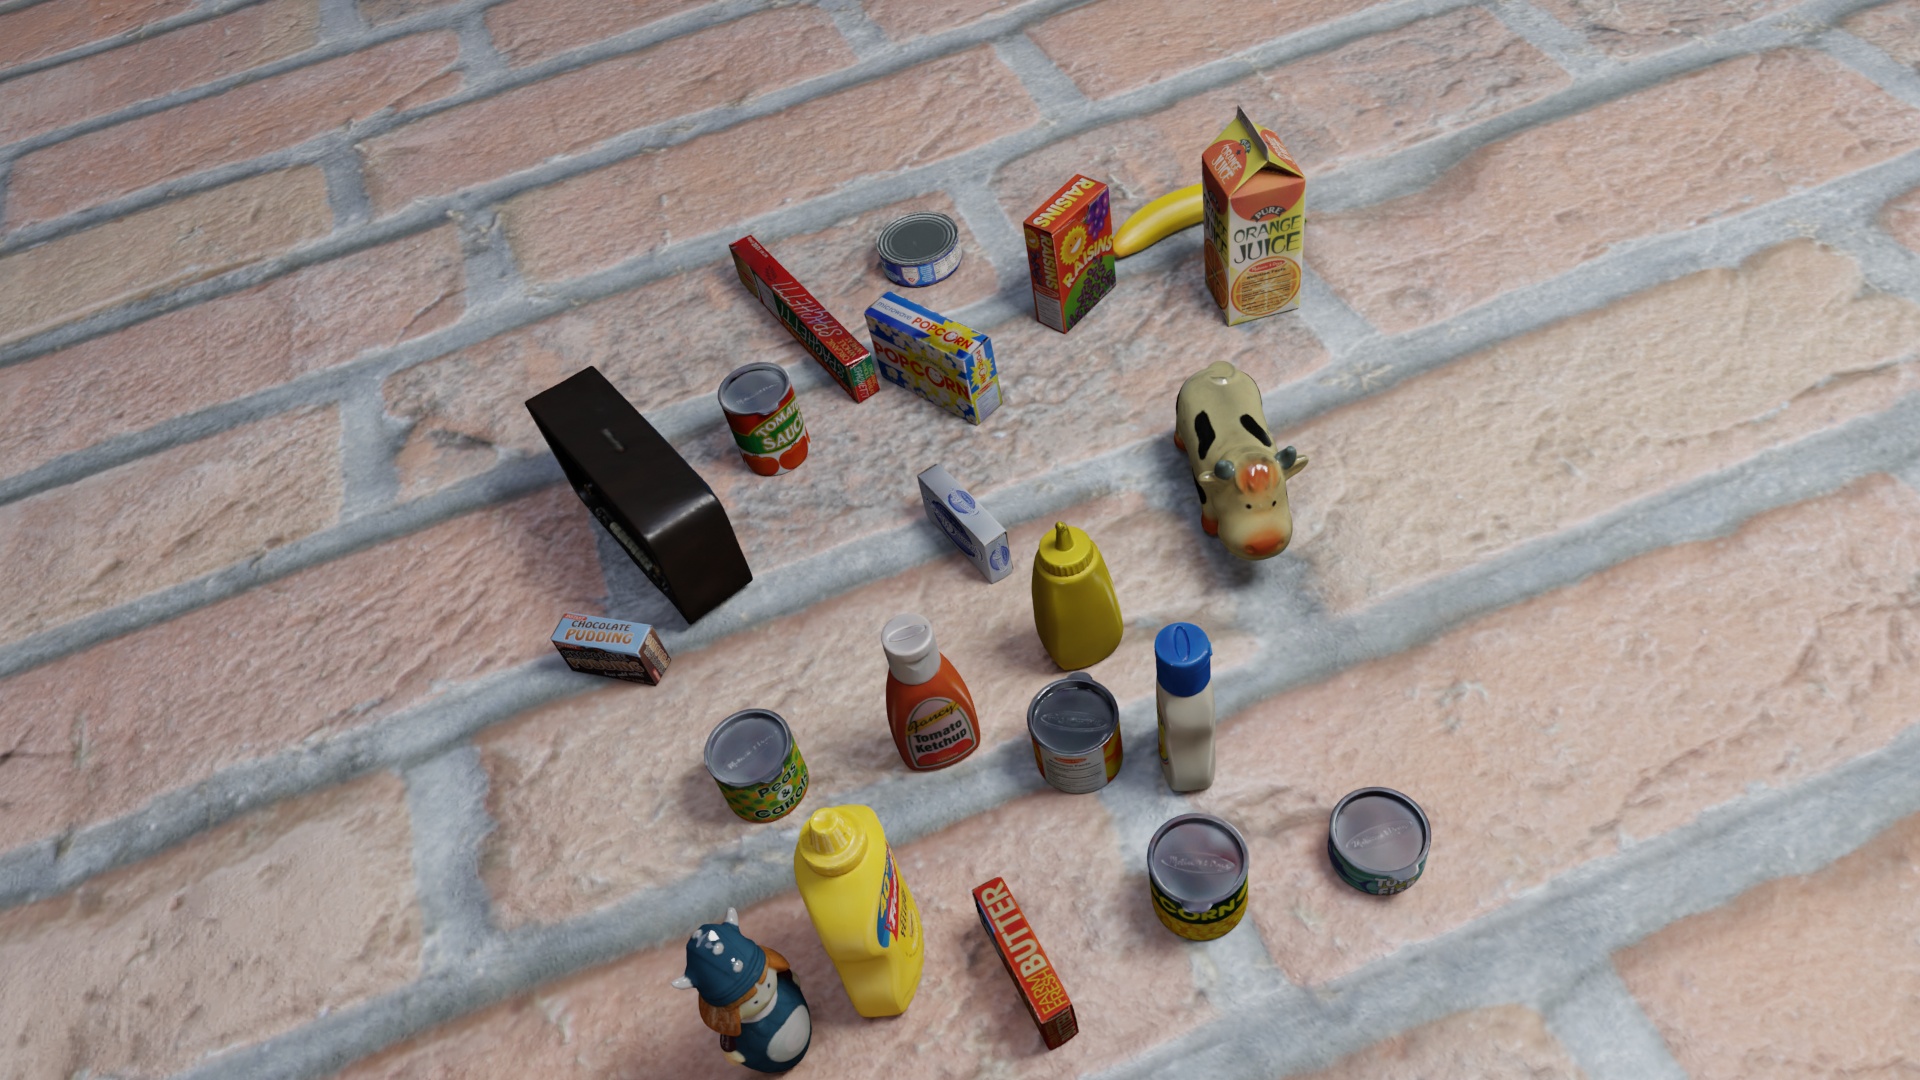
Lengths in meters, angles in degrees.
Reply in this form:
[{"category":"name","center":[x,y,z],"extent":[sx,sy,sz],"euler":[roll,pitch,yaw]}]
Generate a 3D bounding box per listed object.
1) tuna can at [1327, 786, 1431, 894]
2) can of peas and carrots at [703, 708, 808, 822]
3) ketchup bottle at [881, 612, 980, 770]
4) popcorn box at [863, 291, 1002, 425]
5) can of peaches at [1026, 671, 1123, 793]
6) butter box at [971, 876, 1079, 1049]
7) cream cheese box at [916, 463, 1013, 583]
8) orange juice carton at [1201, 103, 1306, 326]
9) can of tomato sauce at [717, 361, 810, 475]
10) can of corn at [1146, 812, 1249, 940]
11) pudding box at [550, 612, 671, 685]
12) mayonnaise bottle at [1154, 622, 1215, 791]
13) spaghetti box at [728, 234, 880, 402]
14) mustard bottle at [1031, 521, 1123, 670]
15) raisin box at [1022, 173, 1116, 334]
[{"category":"tuna can","center":[0.283,0.205,0.938],"extent":[0.071,0.032,0.071],"euler":[-6,50,7]},{"category":"can of peas and carrots","center":[-0.149,0.170,1.036],"extent":[0.071,0.058,0.071],"euler":[-6,50,7]},{"category":"ketchup bottle","center":[-0.026,0.109,1.003],"extent":[0.065,0.148,0.044],"euler":[-20,50,-6]},{"category":"popcorn box","center":[-0.025,-0.169,1.279],"extent":[0.127,0.084,0.038],"euler":[30,61,30]},{"category":"can of peaches","center":[0.085,0.141,1.014],"extent":[0.071,0.057,0.071],"euler":[-6,50,7]},{"category":"butter box","center":[0.042,0.276,0.911],"extent":[0.024,0.053,0.104],"euler":[-25,50,-10]},{"category":"cream cheese box","center":[0.004,-0.015,1.164],"extent":[0.024,0.053,0.104],"euler":[-32,52,-15]},{"category":"orange juice carton","center":[0.264,-0.295,1.258],"extent":[0.073,0.191,0.072],"euler":[-15,49,-1]},{"category":"can of tomato sauce","center":[-0.175,-0.108,1.259],"extent":[0.071,0.082,0.071],"euler":[-6,50,7]},{"category":"can of corn","center":[0.159,0.227,0.927],"extent":[0.071,0.058,0.071],"euler":[-6,50,7]},{"category":"pudding box","center":[-0.286,0.088,1.137],"extent":[0.084,0.049,0.030],"euler":[8,52,17]},{"category":"mayonnaise bottle","center":[0.155,0.113,0.964],"extent":[0.041,0.147,0.065],"euler":[-7,50,5]},{"category":"spaghetti box","center":[-0.157,-0.222,1.373],"extent":[0.029,0.050,0.251],"euler":[-32,52,-15]},{"category":"mustard bottle","center":[0.084,0.034,1.038],"extent":[0.065,0.159,0.049],"euler":[-22,50,-7]},{"category":"raisin box","center":[0.105,-0.270,1.314],"extent":[0.040,0.122,0.086],"euler":[30,62,31]}]
